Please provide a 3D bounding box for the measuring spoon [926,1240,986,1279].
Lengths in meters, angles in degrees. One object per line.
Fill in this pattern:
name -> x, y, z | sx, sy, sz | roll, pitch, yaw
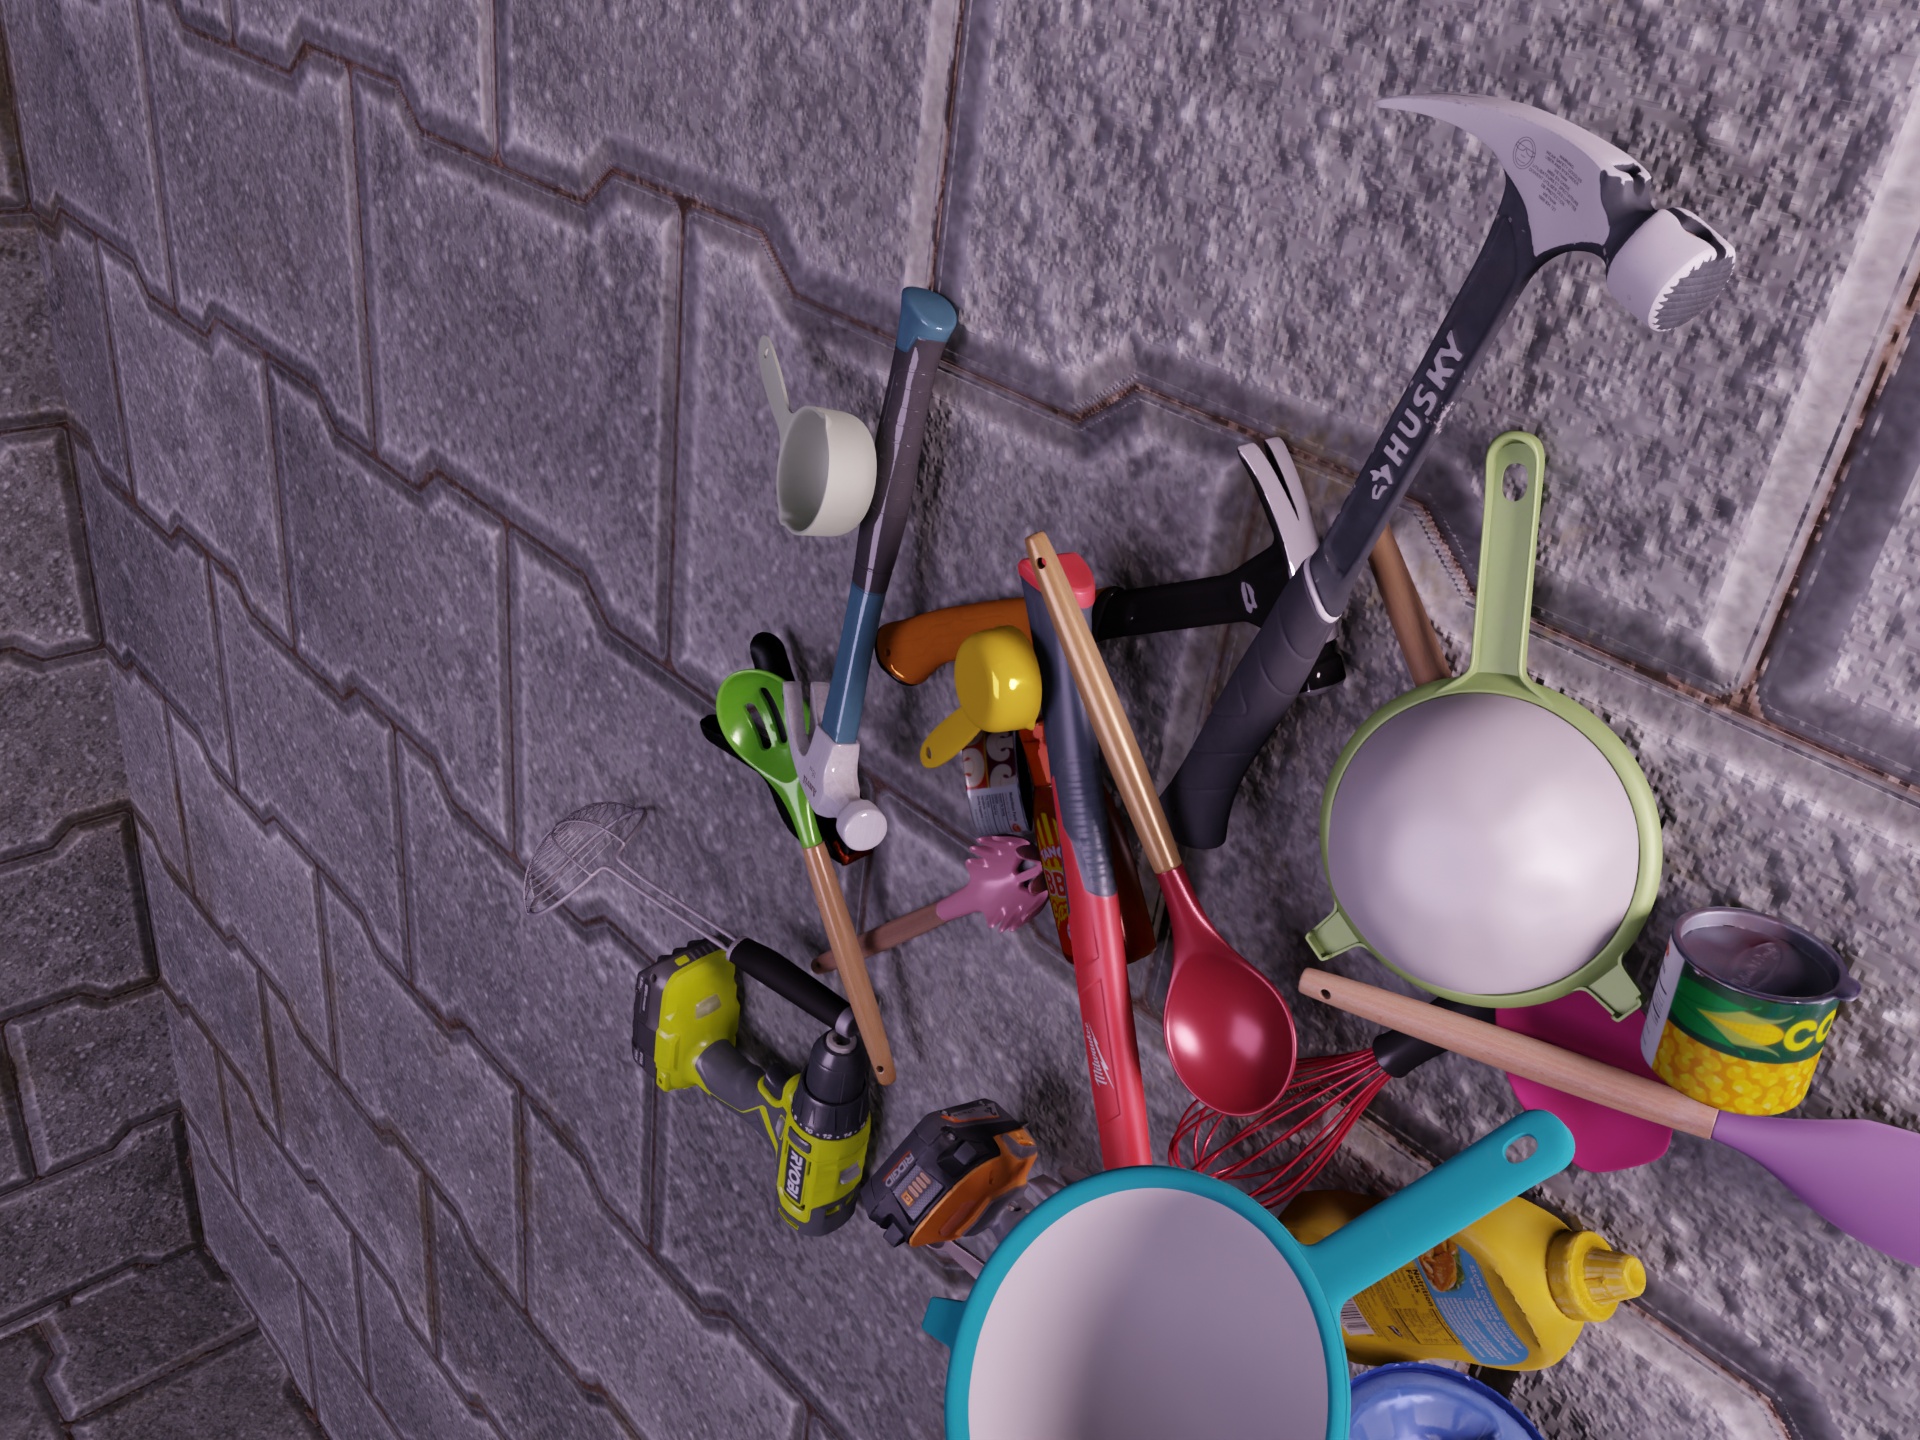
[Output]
measuring spoon -> 0.016, 0.372, 1.091 | 0.124, 0.018, 0.034 | 32, 129, 28

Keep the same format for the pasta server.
pasta server -> -0.030, 0.137, 1.077 | 0.316, 0.040, 0.060 | -31, 75, 52

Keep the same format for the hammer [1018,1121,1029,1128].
hammer -> 0.118, 0.440, 1.039 | 0.406, 0.035, 0.144 | 47, 135, 25

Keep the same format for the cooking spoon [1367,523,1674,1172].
cooking spoon -> 0.243, 0.049, 0.726 | 0.069, 0.017, 0.319 | -24, 81, 31

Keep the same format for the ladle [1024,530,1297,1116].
ladle -> 0.095, 0.052, 0.811 | 0.069, 0.031, 0.315 | -20, 94, 21

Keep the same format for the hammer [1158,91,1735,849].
hammer -> 0.164, -0.076, 0.700 | 0.149, 0.036, 0.408 | 56, 146, 29

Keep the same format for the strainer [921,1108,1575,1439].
strainer -> 0.153, 0.295, 0.762 | 0.340, 0.095, 0.211 | -37, 47, 11

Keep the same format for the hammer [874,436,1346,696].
hammer -> 0.061, -0.065, 0.895 | 0.337, 0.034, 0.127 | -6, 102, 50

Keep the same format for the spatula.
spatula -> 0.297, 0.165, 0.684 | 0.316, 0.018, 0.059 | 17, 115, 27

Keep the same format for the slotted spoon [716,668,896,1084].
slotted spoon -> -0.097, 0.110, 1.103 | 0.070, 0.031, 0.313 | -13, 101, 22

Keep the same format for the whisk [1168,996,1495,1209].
whisk -> 0.208, 0.182, 0.818 | 0.073, 0.073, 0.295 | 57, 132, 15

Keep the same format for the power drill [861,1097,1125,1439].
power drill -> 0.044, 0.337, 0.943 | 0.226, 0.185, 0.084 | 44, 101, 22

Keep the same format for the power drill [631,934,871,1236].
power drill -> -0.158, 0.272, 1.252 | 0.229, 0.080, 0.190 | 34, 130, 32

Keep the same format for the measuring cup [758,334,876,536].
measuring cup -> -0.090, -0.180, 0.970 | 0.083, 0.038, 0.168 | -60, 38, 40

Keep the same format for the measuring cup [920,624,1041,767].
measuring cup -> -0.001, -0.003, 0.892 | 0.156, 0.029, 0.062 | -43, 60, 57

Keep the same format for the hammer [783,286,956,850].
hammer -> -0.052, -0.094, 0.970 | 0.128, 0.033, 0.331 | 45, 127, 52

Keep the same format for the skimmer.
skimmer -> -0.211, 0.167, 1.259 | 0.363, 0.127, 0.090 | 27, 151, 30

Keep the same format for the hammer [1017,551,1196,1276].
hammer -> 0.065, 0.102, 0.881 | 0.143, 0.038, 0.386 | 3, 103, 60

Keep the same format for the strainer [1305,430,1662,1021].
strainer -> 0.221, 0.005, 0.682 | 0.151, 0.069, 0.256 | 8, 100, 33
